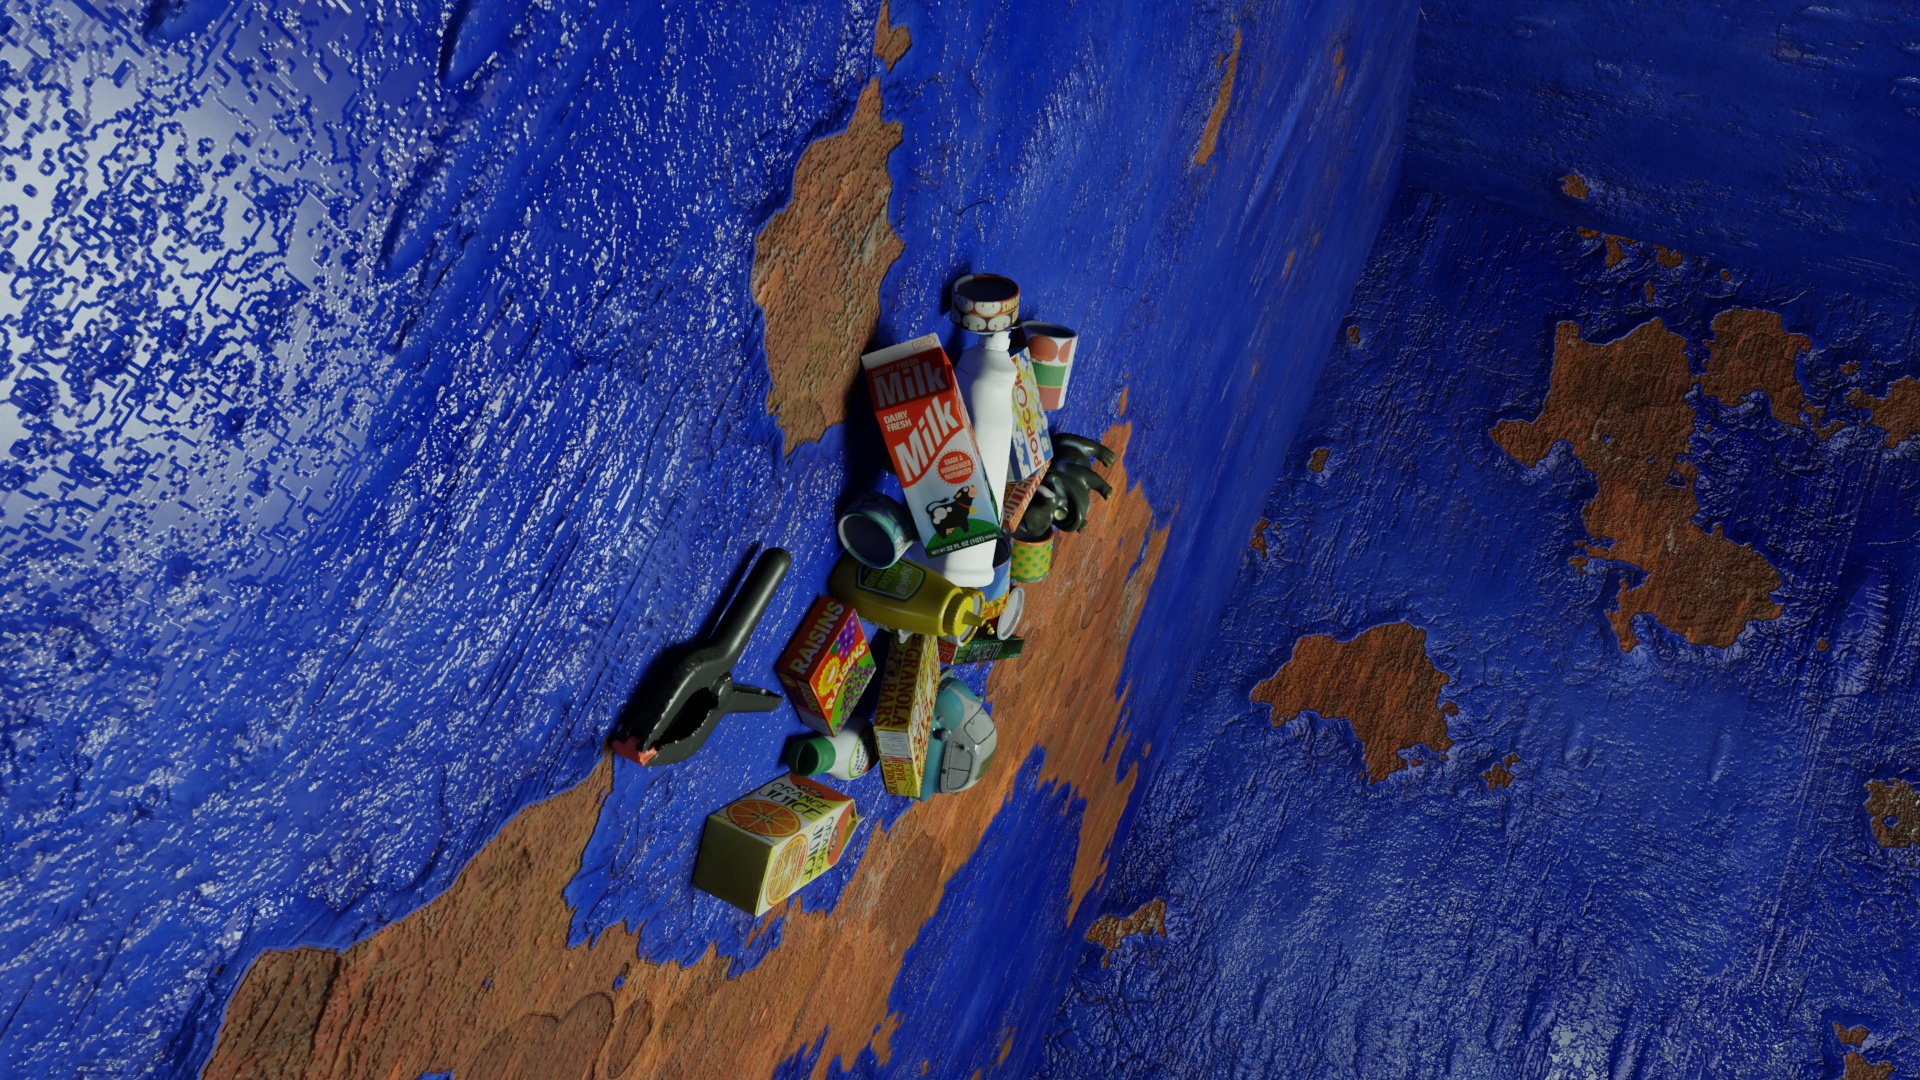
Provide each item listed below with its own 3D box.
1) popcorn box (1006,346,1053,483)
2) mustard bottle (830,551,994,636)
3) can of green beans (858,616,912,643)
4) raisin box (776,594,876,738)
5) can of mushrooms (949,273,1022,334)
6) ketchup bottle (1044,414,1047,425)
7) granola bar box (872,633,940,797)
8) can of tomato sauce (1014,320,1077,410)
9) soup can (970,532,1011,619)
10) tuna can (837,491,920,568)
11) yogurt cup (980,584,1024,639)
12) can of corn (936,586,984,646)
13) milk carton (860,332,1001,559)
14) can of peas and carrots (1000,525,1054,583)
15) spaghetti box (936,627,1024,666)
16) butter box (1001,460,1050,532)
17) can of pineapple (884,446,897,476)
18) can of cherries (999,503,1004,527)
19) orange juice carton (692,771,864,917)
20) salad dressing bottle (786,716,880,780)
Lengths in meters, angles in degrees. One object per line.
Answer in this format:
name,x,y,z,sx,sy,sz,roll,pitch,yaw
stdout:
popcorn box,0.052,-0.132,1.459,0.085,0.038,0.126,-38,117,-55
mustard bottle,-0.040,0.054,1.284,0.065,0.160,0.048,-59,156,-31
can of green beans,-0.069,0.055,1.359,0.071,0.058,0.071,-53,154,-40
raisin box,-0.124,0.119,1.304,0.086,0.040,0.122,-59,159,-25
can of mushrooms,0.025,-0.226,1.321,0.071,0.071,0.033,-47,149,-47
ketchup bottle,0.051,-0.108,1.539,0.149,0.043,0.064,-43,144,-53
granola bar box,-0.055,0.164,1.449,0.123,0.039,0.166,84,12,-48
can of tomato sauce,0.087,-0.193,1.525,0.071,0.071,0.082,-34,139,-59
soup can,0.026,0.038,1.575,0.072,0.071,0.083,-52,154,-40
tuna can,-0.075,-0.008,1.265,0.033,0.071,0.070,-50,152,-41
yogurt cup,0.039,0.079,1.670,0.073,0.054,0.072,-53,154,-40
can of corn,-0.012,0.075,1.527,0.071,0.058,0.070,-53,154,-39
milk carton,-0.025,-0.088,1.232,0.074,0.072,0.189,-94,166,-65
can of peas and carrots,0.081,0.010,1.691,0.071,0.071,0.058,-45,148,-50
spaghetti box,0.015,0.125,1.657,0.250,0.050,0.028,7,100,-70
butter box,0.058,-0.062,1.587,0.104,0.053,0.024,-62,157,-22
can of pineapple,-0.032,-0.087,1.321,0.071,0.058,0.070,-53,154,-40
can of cherries,0.005,-0.019,1.484,0.072,0.058,0.071,-54,156,-38
orange juice carton,-0.162,0.275,1.302,0.193,0.072,0.072,-16,124,-66
salad dressing bottle,-0.125,0.210,1.381,0.148,0.044,0.064,8,98,-70
